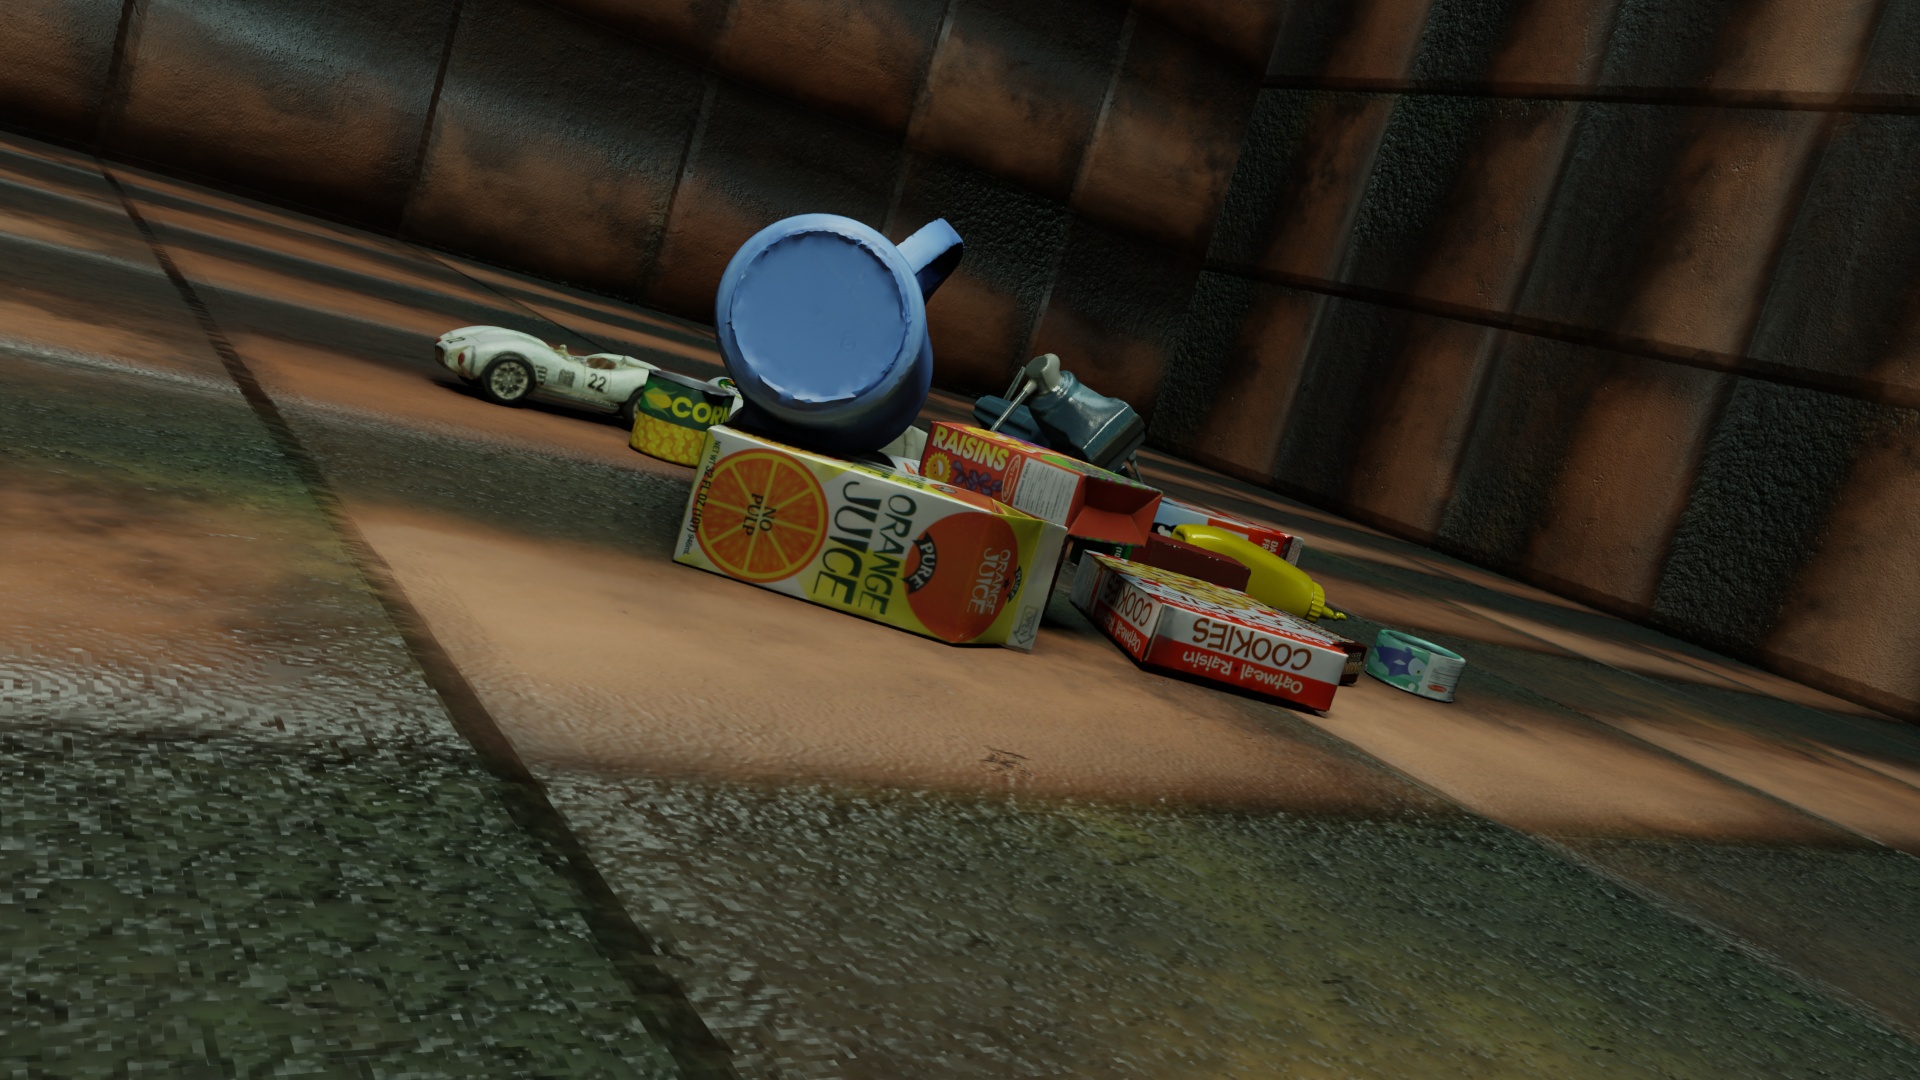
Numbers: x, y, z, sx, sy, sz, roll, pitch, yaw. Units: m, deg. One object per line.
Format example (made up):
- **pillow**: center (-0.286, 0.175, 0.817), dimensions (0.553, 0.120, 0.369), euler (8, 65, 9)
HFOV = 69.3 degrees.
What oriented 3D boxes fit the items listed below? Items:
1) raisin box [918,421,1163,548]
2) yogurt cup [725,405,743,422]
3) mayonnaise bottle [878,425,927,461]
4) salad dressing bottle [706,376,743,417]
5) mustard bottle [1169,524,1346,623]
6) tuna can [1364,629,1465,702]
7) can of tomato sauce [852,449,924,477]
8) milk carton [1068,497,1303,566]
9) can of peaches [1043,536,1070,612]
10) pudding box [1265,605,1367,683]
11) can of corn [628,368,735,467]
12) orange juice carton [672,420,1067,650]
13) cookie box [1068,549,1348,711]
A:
- **raisin box**: center (0.047, -0.035, 0.846), dimensions (0.123, 0.040, 0.086), euler (23, 10, 40)
- **yogurt cup**: center (-0.129, -0.058, 0.969), dimensions (0.072, 0.072, 0.054), euler (22, 1, 30)
- **mayonnaise bottle**: center (-0.032, -0.058, 1.082), dimensions (0.065, 0.041, 0.148), euler (-1, -7, 22)
- **salad dressing bottle**: center (-0.170, -0.087, 1.100), dimensions (0.064, 0.044, 0.148), euler (35, 4, -34)
- **mustard bottle**: center (0.233, 0.038, 1.090), dimensions (0.160, 0.065, 0.049), euler (21, 12, -17)
- **tuna can**: center (0.337, 0.092, 1.034), dimensions (0.071, 0.032, 0.071), euler (17, 8, -2)
- **can of tomato sauce**: center (-0.034, -0.019, 0.896), dimensions (0.071, 0.071, 0.083), euler (24, 10, 41)
- **milk carton**: center (0.195, 0.010, 1.144), dimensions (0.191, 0.072, 0.073), euler (14, 8, -21)
- **can of peaches**: center (0.034, 0.009, 0.872), dimensions (0.071, 0.058, 0.071), euler (18, 8, -2)
- **pudding box**: center (0.233, 0.071, 0.967), dimensions (0.050, 0.030, 0.084), euler (8, 12, -43)
- **can of corn**: center (-0.205, -0.089, 1.029), dimensions (0.071, 0.058, 0.071), euler (17, 8, -2)
- **orange juice carton**: center (-0.045, -0.001, 0.731), dimensions (0.193, 0.071, 0.073), euler (17, 8, -2)
- **cookie box**: center (0.150, 0.054, 0.879), dimensions (0.123, 0.040, 0.168), euler (15, 7, -13)
